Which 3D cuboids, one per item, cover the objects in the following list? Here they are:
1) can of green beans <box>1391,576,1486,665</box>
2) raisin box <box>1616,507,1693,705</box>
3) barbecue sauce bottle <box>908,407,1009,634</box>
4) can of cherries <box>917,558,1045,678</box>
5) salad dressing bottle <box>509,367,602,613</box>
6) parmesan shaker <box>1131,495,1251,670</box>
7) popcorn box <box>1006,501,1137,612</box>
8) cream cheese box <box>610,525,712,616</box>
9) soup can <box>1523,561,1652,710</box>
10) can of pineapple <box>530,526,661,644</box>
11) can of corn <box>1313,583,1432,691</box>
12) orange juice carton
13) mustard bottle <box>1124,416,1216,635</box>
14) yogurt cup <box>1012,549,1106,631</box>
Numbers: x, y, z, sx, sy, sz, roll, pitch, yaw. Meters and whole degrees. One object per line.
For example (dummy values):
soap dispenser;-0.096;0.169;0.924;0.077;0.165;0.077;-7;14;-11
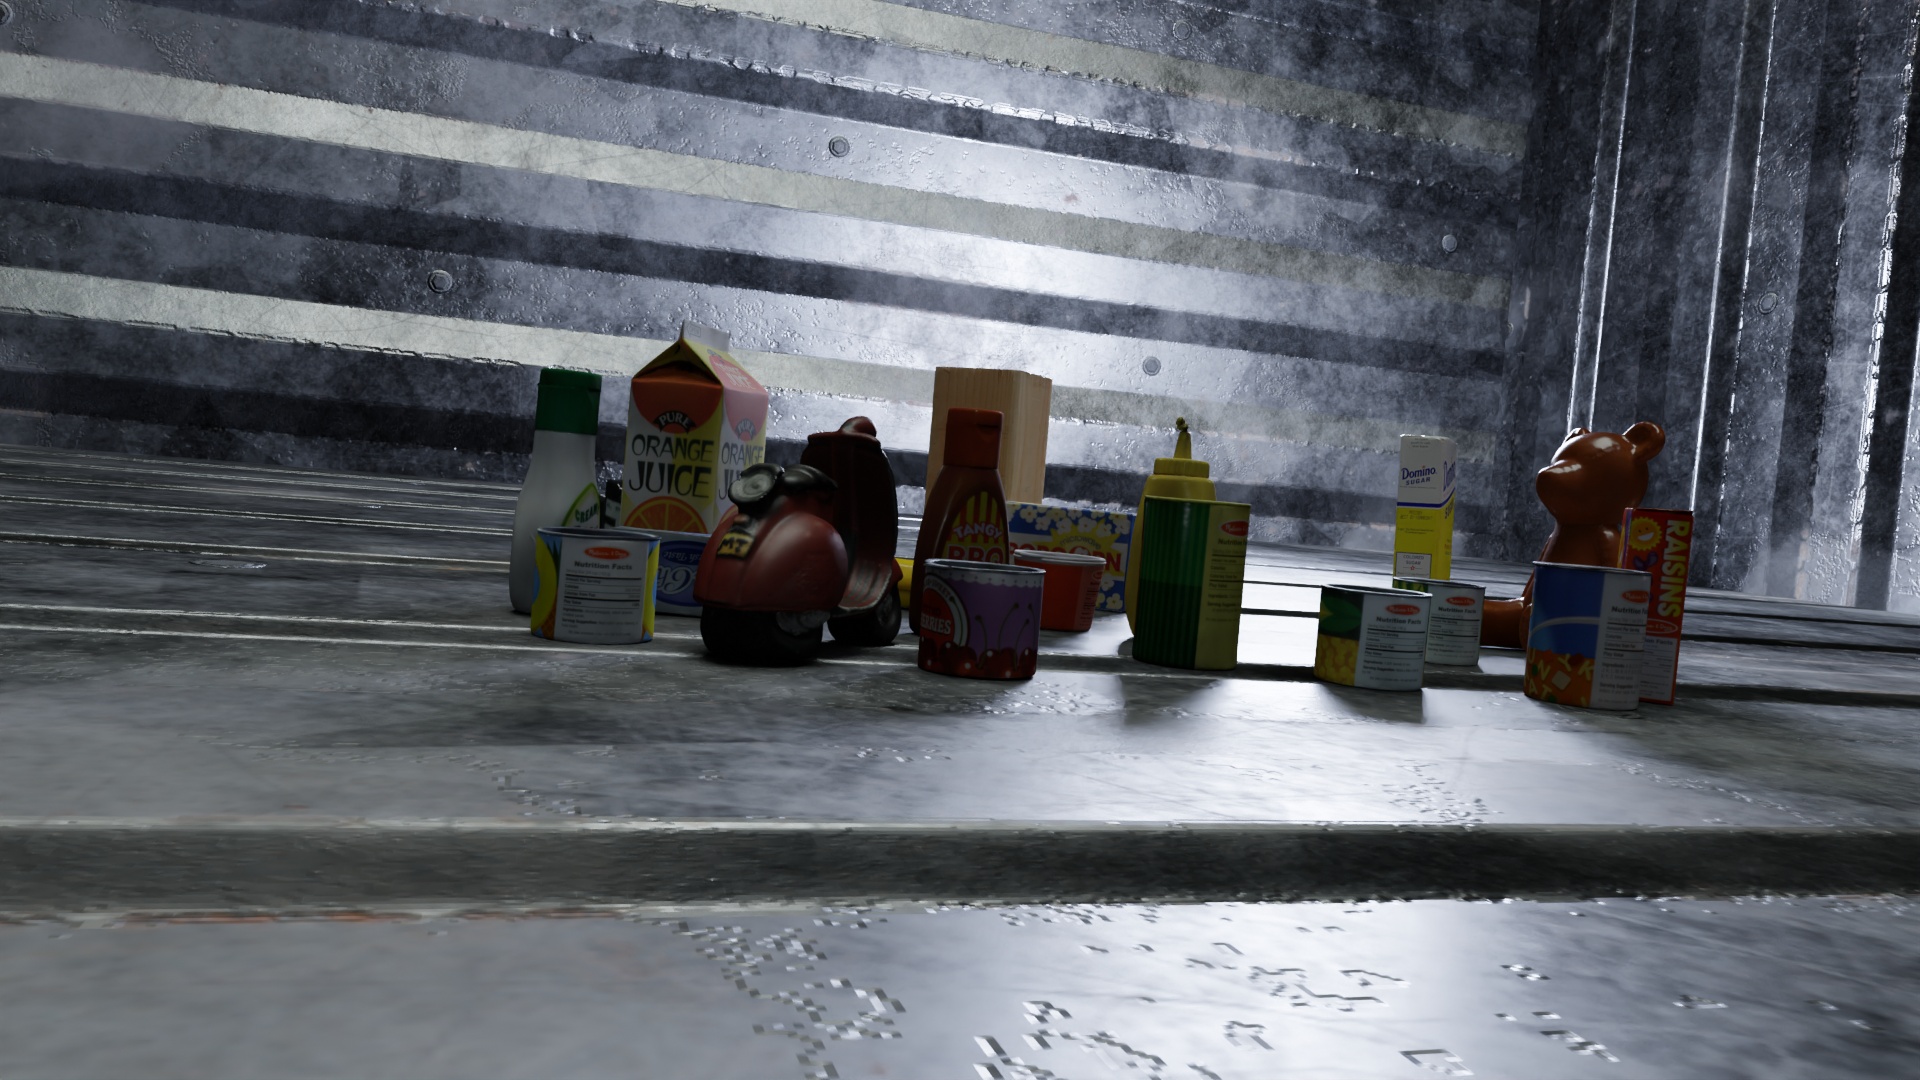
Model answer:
can of green beans;0.350;0.059;1.023;0.071;0.057;0.071;5;3;0
raisin box;0.452;0.040;0.912;0.040;0.123;0.086;6;3;23
barbecue sauce bottle;0.003;-0.011;0.904;0.065;0.148;0.043;4;3;-30
can of cherries;0.009;0.042;0.754;0.071;0.058;0.071;5;3;0
salad dressing bottle;-0.242;-0.029;0.842;0.044;0.147;0.064;6;2;13
parmesan shaker;0.142;0.026;0.867;0.071;0.103;0.071;5;2;0
popcorn box;0.091;0.013;1.209;0.127;0.085;0.038;6;2;20
cream cheese box;-0.172;0.022;0.890;0.104;0.053;0.024;5;2;-4
soup can;0.383;0.057;0.855;0.071;0.083;0.071;5;2;0
can of pineapple;-0.199;0.024;0.760;0.071;0.058;0.071;5;3;0
can of corn;0.252;0.058;0.855;0.071;0.058;0.071;5;3;0
orange juice carton;-0.182;-0.053;0.958;0.073;0.192;0.072;6;2;18
mustard bottle;0.156;-0.008;0.993;0.065;0.160;0.049;6;3;29
yogurt cup;0.070;0.037;1.015;0.072;0.054;0.072;5;3;0
